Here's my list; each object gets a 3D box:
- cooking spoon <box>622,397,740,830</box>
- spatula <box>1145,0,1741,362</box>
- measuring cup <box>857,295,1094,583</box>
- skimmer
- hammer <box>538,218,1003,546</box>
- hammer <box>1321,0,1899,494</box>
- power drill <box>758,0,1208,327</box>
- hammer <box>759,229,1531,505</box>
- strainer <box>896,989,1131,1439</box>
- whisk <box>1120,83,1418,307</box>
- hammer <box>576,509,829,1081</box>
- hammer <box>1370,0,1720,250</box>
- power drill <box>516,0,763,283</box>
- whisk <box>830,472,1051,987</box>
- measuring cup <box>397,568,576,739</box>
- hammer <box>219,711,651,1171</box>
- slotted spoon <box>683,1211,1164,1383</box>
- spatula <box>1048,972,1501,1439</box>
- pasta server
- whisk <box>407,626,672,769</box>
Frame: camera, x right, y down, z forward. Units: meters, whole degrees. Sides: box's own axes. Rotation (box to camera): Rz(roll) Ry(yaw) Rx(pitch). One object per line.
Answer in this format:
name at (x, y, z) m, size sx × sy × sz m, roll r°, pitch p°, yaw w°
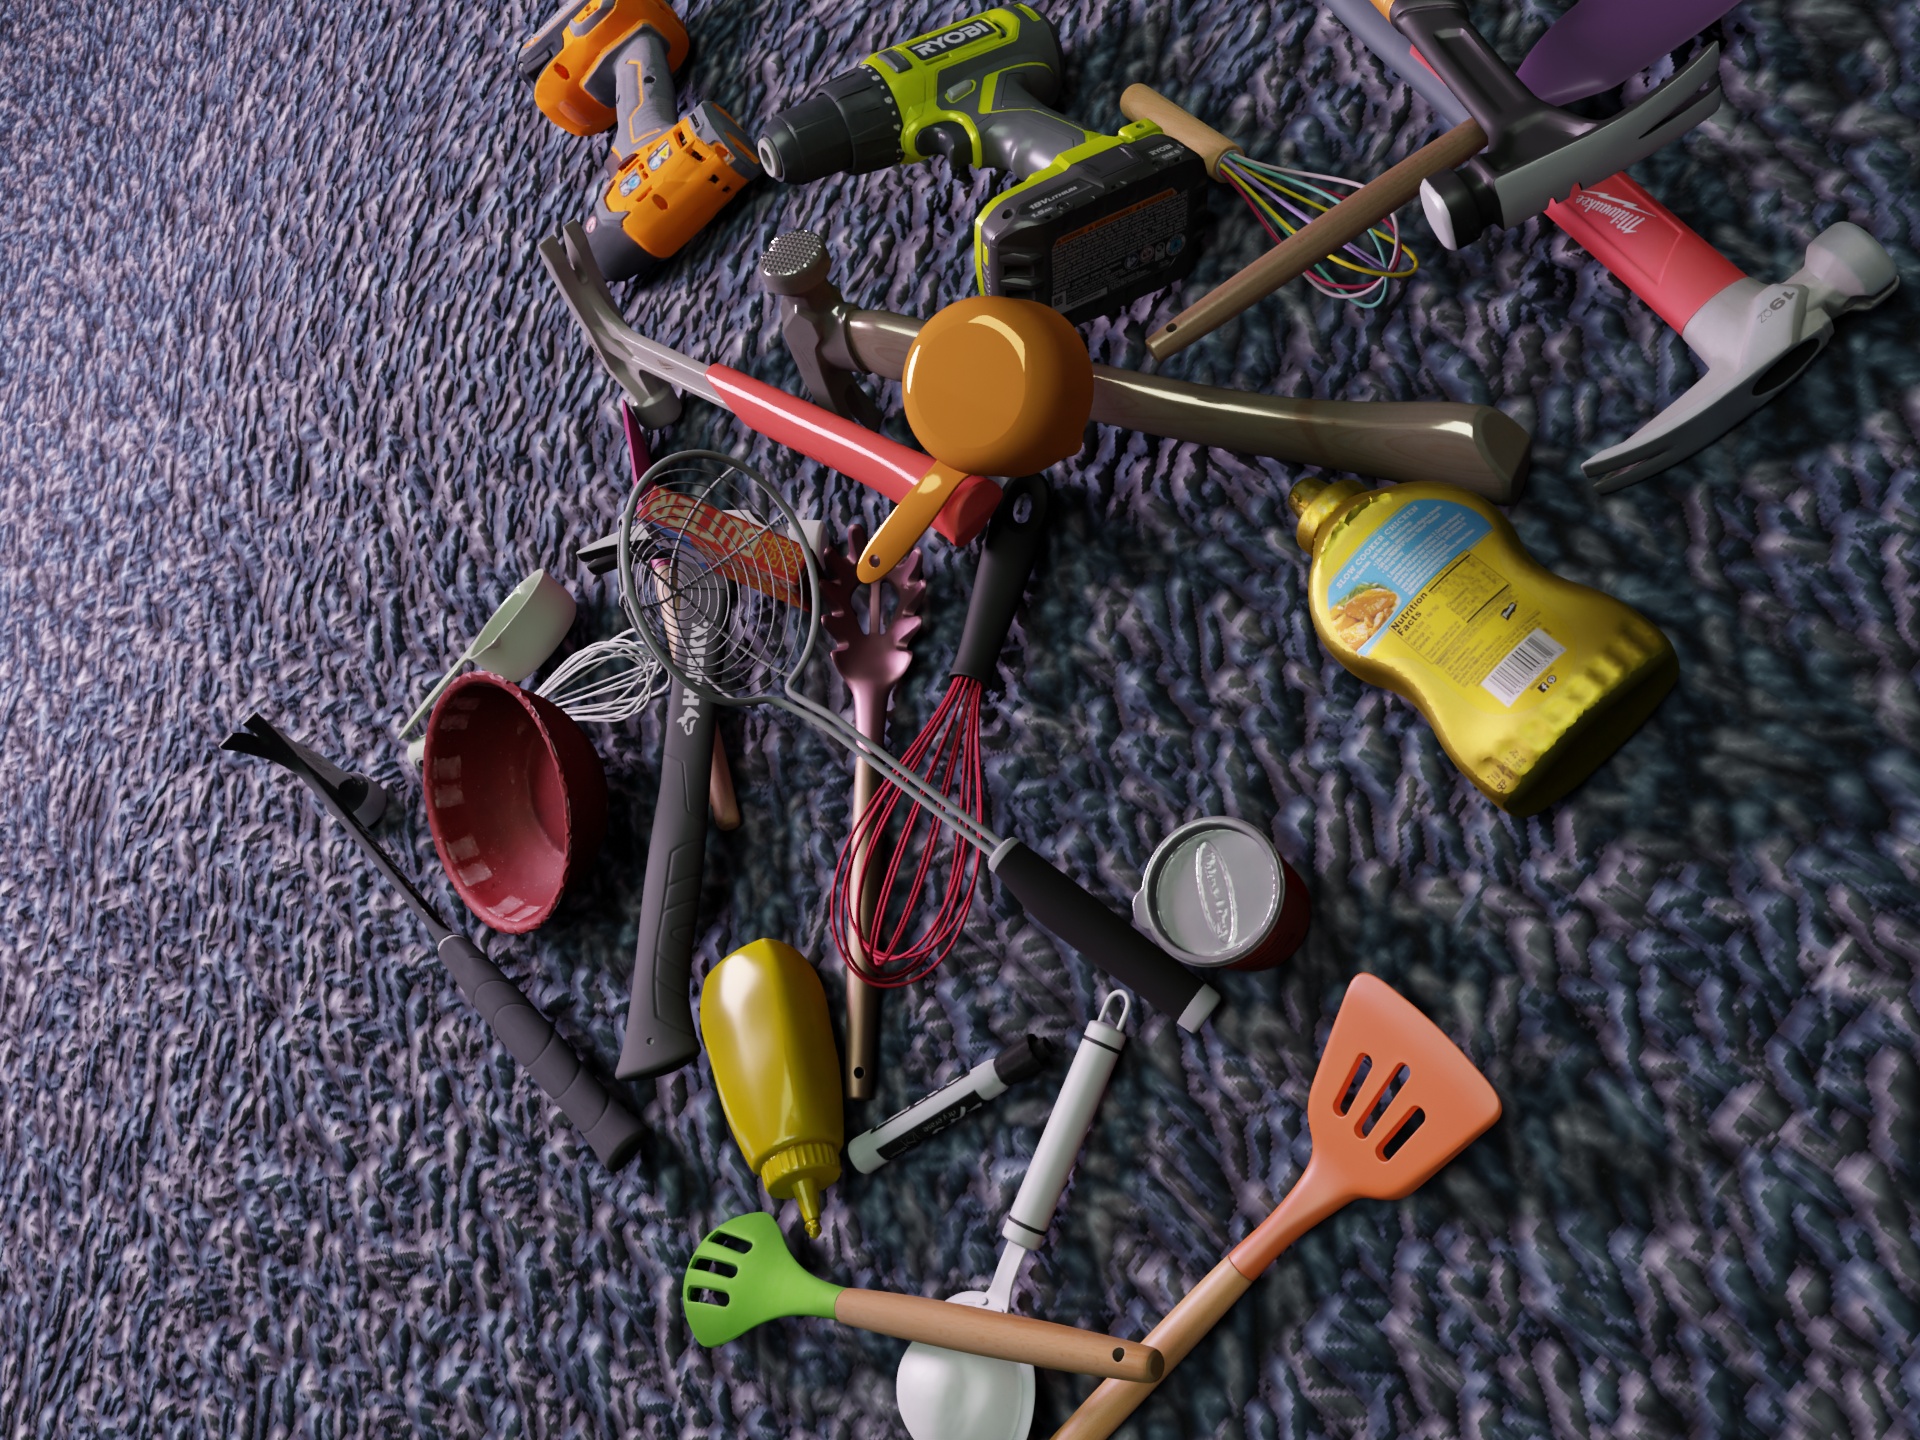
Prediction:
cooking spoon at (-0.180, -0.073, 1.002) m, size 0.017 × 0.068 × 0.319 m, roll -11°, pitch 63°, yaw -14°
spatula at (0.221, -0.262, 0.742) m, size 0.316 × 0.018 × 0.060 m, roll -34°, pitch 53°, yaw 4°
measuring cup at (-0.010, -0.132, 0.788) m, size 0.095 × 0.052 × 0.173 m, roll 46°, pitch 113°, yaw 13°
skimmer at (-0.016, 0.008, 0.754) m, size 0.363 × 0.127 × 0.090 m, roll 37°, pitch 129°, yaw 14°
hammer at (-0.114, -0.188, 0.931) m, size 0.359 × 0.149 × 0.037 m, roll 31°, pitch 67°, yaw 38°
hammer at (0.258, -0.279, 0.781) m, size 0.143 × 0.038 × 0.387 m, roll -41°, pitch 54°, yaw 17°
power drill at (0.011, -0.314, 0.898) m, size 0.190 × 0.080 × 0.229 m, roll -28°, pitch 54°, yaw -16°
hammer at (0.084, -0.161, 0.824) m, size 0.411 × 0.146 × 0.038 m, roll 18°, pitch 64°, yaw 28°
strainer at (0.024, 0.244, 0.737) m, size 0.087 × 0.050 × 0.258 m, roll 13°, pitch 76°, yaw 52°
whisk at (0.160, -0.289, 0.856) m, size 0.047 × 0.051 × 0.245 m, roll -33°, pitch 50°, yaw -5°
hammer at (-0.164, 0.037, 0.915) m, size 0.146 × 0.035 × 0.335 m, roll 3°, pitch 74°, yaw 5°
hammer at (0.225, -0.357, 0.770) m, size 0.127 × 0.034 × 0.337 m, roll -26°, pitch 50°, yaw 11°
power drill at (-0.247, -0.425, 1.157) m, size 0.164 × 0.084 × 0.227 m, roll -36°, pitch 59°, yaw 19°
whisk at (-0.001, -0.003, 0.837) m, size 0.073 × 0.073 × 0.296 m, roll 5°, pitch 69°, yaw 35°
measuring cup at (-0.318, -0.032, 1.070) m, size 0.167 × 0.038 × 0.083 m, roll -42°, pitch 24°, yaw 21°
hammer at (-0.317, 0.129, 0.972) m, size 0.036 × 0.149 × 0.409 m, roll -47°, pitch 59°, yaw -8°
slotted spoon at (-0.035, 0.269, 0.728) m, size 0.314 × 0.031 × 0.070 m, roll -9°, pitch 49°, yaw 44°
spatula at (0.100, 0.250, 0.680) m, size 0.322 × 0.041 × 0.081 m, roll -50°, pitch 53°, yaw 9°
pasta server at (-0.051, 0.044, 0.866) m, size 0.060 × 0.040 × 0.316 m, roll 1°, pitch 71°, yaw 0°
whisk at (-0.281, -0.007, 1.038) m, size 0.246 × 0.057 × 0.059 m, roll -18°, pitch 59°, yaw 33°
